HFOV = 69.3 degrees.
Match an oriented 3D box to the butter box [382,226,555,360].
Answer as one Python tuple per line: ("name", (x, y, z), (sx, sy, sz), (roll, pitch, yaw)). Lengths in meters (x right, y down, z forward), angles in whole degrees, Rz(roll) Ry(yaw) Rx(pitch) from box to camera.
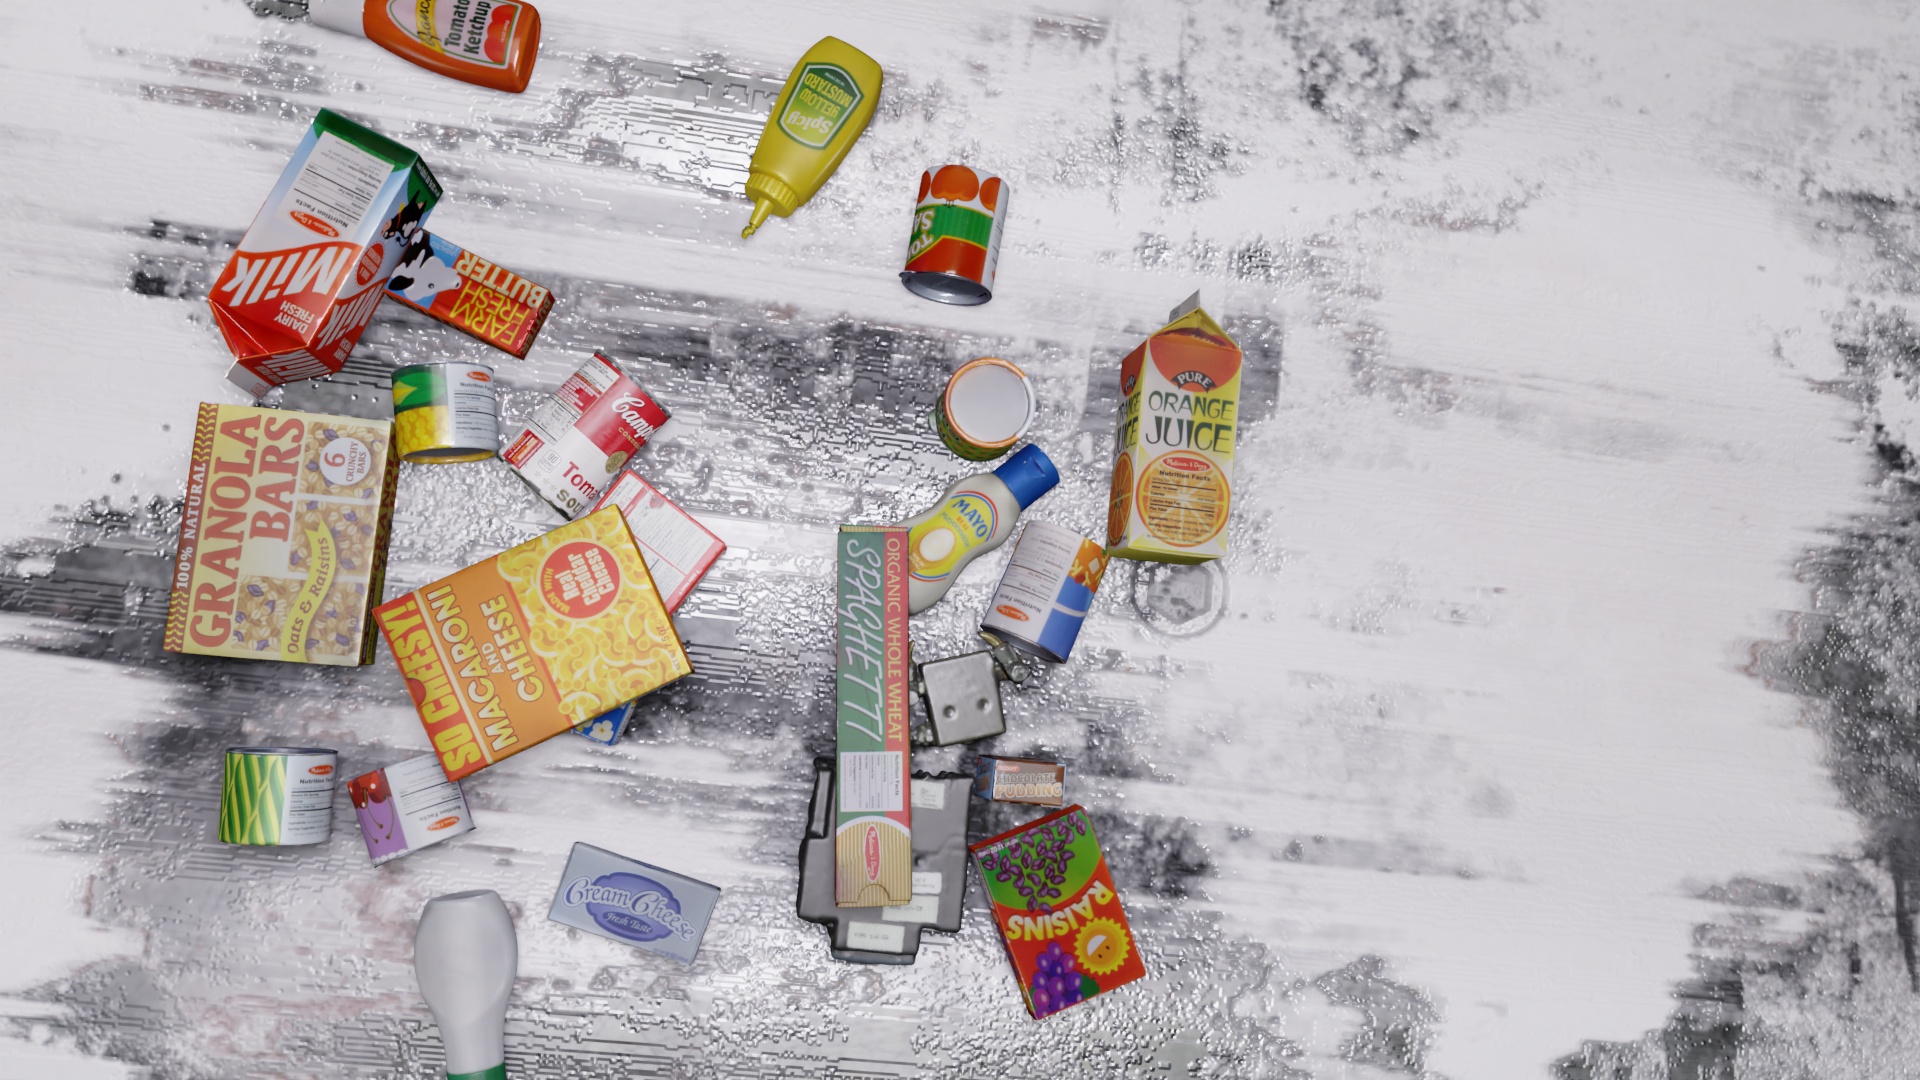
("butter box", (-0.343, -0.172, 0.973), (0.103, 0.024, 0.053), (26, 80, -4))

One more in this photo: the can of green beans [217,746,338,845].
("can of green beans", (-0.441, 0.164, 0.898), (0.071, 0.071, 0.058), (3, 84, -7))

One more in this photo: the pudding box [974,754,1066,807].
("pudding box", (0.040, 0.164, 0.954), (0.050, 0.083, 0.030), (6, 83, -7))

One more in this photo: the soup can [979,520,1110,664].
("soup can", (0.061, 0.037, 0.983), (0.071, 0.071, 0.084), (25, 80, -4))

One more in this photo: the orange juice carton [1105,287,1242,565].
("orange juice carton", (0.155, -0.082, 1.005), (0.073, 0.071, 0.193), (7, 83, -7))

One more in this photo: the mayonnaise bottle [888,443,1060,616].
("mayonnaise bottle", (0.004, -0.012, 0.992), (0.148, 0.041, 0.065), (-38, 87, -10))

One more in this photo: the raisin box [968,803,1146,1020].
("raisin box", (0.066, 0.258, 0.969), (0.086, 0.040, 0.123), (-20, 85, -10))

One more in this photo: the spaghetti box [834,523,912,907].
("spaghetti box", (-0.058, 0.113, 0.922), (0.050, 0.028, 0.250), (1, 78, -7))

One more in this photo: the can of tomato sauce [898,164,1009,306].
("can of tomato sauce", (-0.005, -0.220, 1.003), (0.071, 0.071, 0.083), (11, 81, -6))

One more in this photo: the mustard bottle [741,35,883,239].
("mustard bottle", (-0.115, -0.285, 1.005), (0.065, 0.048, 0.160), (28, 80, -2))

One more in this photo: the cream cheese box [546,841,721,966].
("cream cheese box", (-0.220, 0.245, 0.939), (0.104, 0.024, 0.053), (20, 81, -5))

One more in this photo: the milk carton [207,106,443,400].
("milk carton", (-0.435, -0.184, 0.938), (0.073, 0.072, 0.191), (26, 80, -4))

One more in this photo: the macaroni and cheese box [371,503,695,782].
("macaroni and cheese box", (-0.276, 0.065, 0.905), (0.167, 0.040, 0.123), (-25, 87, -10))

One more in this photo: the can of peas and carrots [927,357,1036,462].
("can of peas and carrots", (0.015, -0.093, 0.994), (0.071, 0.058, 0.071), (1, 83, -8))

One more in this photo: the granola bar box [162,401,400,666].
("granola bar box", (-0.450, -0.003, 0.930), (0.124, 0.039, 0.165), (6, 83, -8))

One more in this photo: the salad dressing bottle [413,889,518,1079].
("salad dressing bottle", (-0.321, 0.307, 0.909), (0.064, 0.044, 0.147), (-5, 85, -10))

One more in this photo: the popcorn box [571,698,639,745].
("popcorn box", (-0.275, 0.077, 0.945), (0.127, 0.038, 0.085), (24, 82, -4))

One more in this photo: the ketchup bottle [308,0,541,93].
("ketchup bottle", (-0.378, -0.364, 0.982), (0.149, 0.043, 0.065), (12, 82, -6))

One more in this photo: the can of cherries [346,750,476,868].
("can of cherries", (-0.361, 0.175, 0.909), (0.071, 0.071, 0.058), (-20, 86, -9))

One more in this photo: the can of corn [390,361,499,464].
("can of corn", (-0.351, -0.085, 0.942), (0.071, 0.071, 0.058), (-6, 85, -8))
